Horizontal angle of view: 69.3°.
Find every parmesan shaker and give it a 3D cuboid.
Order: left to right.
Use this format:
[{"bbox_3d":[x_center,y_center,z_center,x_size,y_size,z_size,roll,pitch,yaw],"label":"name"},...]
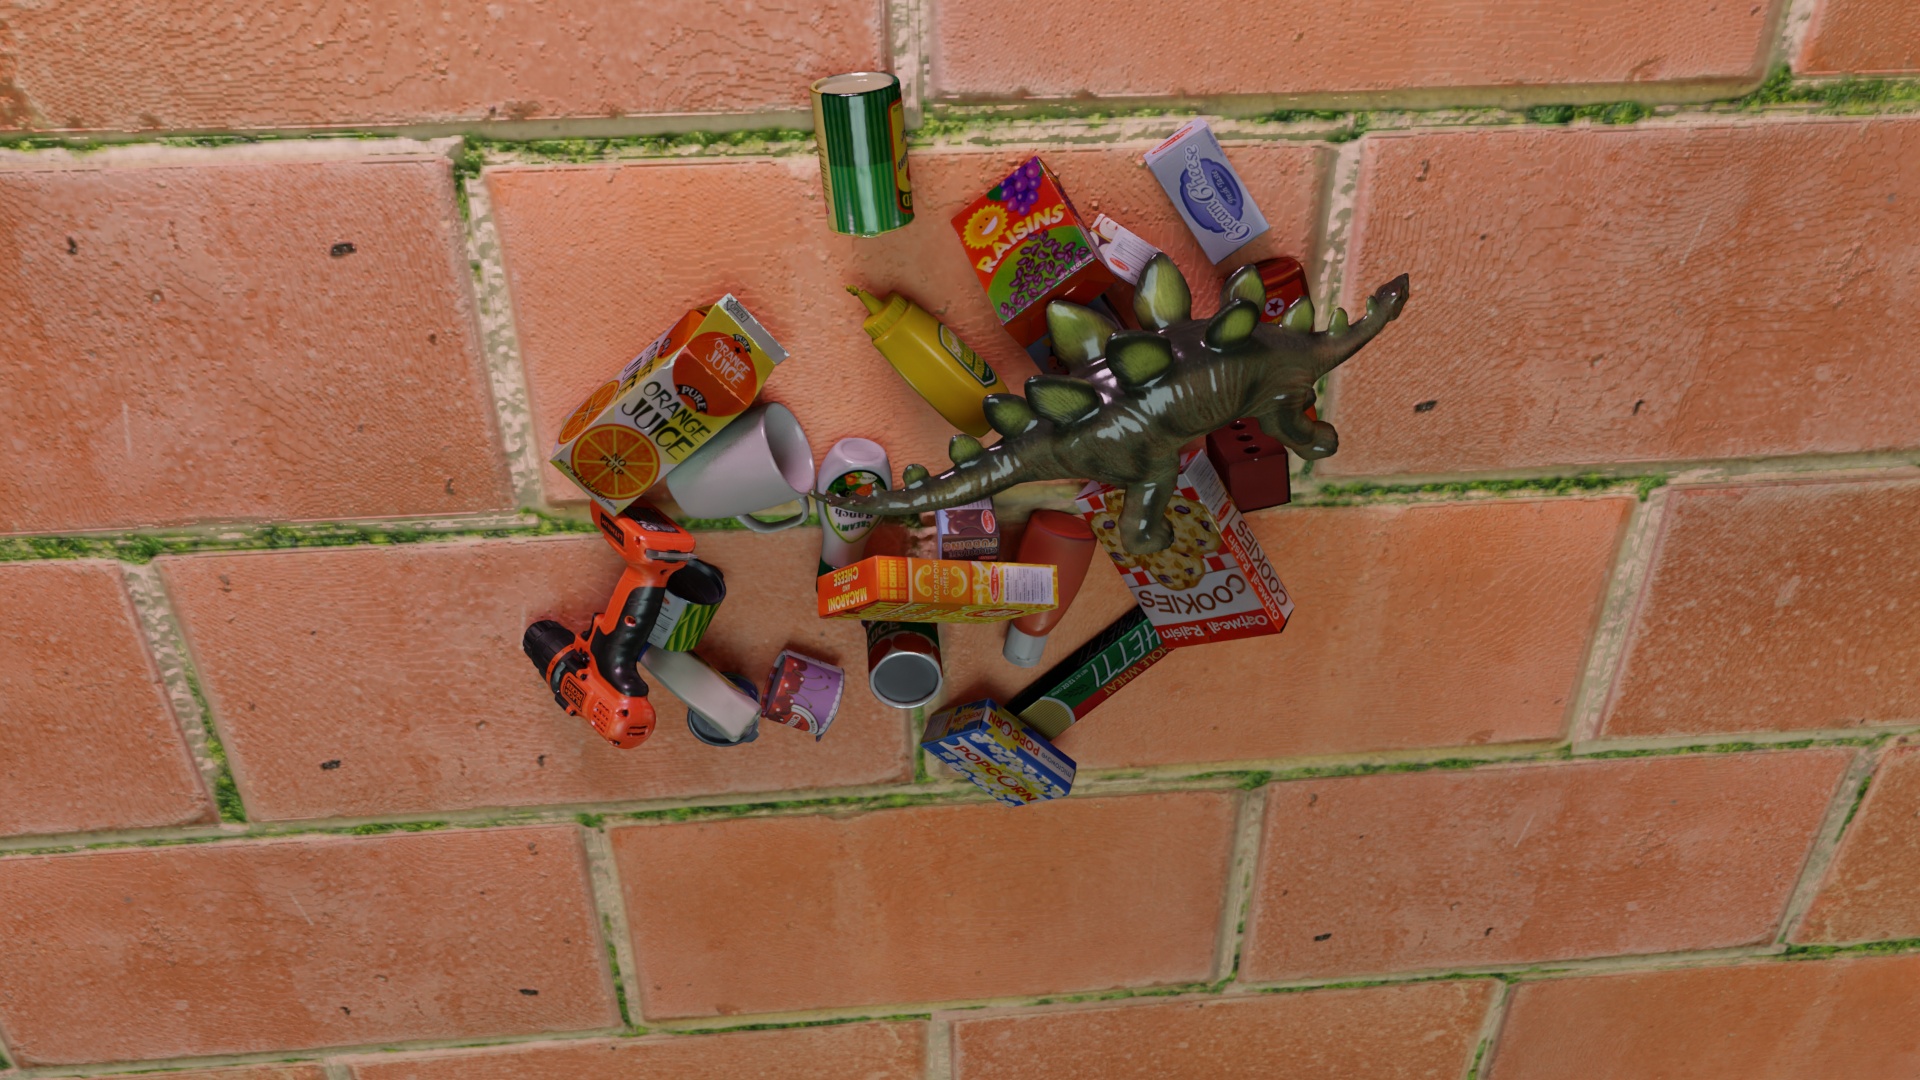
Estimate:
[{"bbox_3d":[-0.071,-0.281,1.010,0.071,0.071,0.102,-6,122,-2],"label":"parmesan shaker"}]

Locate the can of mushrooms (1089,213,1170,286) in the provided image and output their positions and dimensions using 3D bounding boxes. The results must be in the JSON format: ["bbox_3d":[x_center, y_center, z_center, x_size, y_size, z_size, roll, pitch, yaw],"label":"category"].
[{"bbox_3d":[0.126,-0.222,1.071,0.071,0.071,0.033,26,106,-20],"label":"can of mushrooms"}]

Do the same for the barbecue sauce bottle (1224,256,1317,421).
[{"bbox_3d":[0.262,-0.155,1.139,0.065,0.044,0.148,-19,122,4],"label":"barbecue sauce bottle"}]

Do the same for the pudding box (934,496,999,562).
[{"bbox_3d":[0.004,-0.015,1.177,0.050,0.084,0.030,-1,122,-5],"label":"pudding box"}]

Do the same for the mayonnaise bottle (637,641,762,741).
[{"bbox_3d":[-0.243,0.117,1.229,0.148,0.064,0.041,40,81,1],"label":"mayonnaise bottle"}]

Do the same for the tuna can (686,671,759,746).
[{"bbox_3d":[-0.218,0.158,1.293,0.071,0.033,0.070,-3,122,-4],"label":"tuna can"}]

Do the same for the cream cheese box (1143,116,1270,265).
[{"bbox_3d":[0.191,-0.268,1.072,0.053,0.024,0.103,-33,119,15],"label":"cream cheese box"}]

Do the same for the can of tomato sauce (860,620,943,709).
[{"bbox_3d":[-0.052,0.099,1.243,0.071,0.083,0.070,-3,122,-4],"label":"can of tomato sauce"}]

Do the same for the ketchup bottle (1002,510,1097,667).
[{"bbox_3d":[0.073,0.046,1.246,0.065,0.044,0.148,13,120,-5],"label":"ketchup bottle"}]

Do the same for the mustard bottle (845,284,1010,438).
[{"bbox_3d":[-0.029,-0.150,1.103,0.160,0.065,0.048,40,115,-22],"label":"mustard bottle"}]

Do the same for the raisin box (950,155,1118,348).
[{"bbox_3d":[0.053,-0.215,1.032,0.086,0.124,0.040,-35,143,17],"label":"raisin box"}]

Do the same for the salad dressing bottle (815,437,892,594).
[{"bbox_3d":[-0.097,-0.015,1.190,0.064,0.044,0.146,2,124,-16],"label":"salad dressing bottle"}]

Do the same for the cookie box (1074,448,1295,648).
[{"bbox_3d":[0.190,0.012,1.182,0.122,0.040,0.167,-14,116,47],"label":"cookie box"}]

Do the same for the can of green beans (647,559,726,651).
[{"bbox_3d":[-0.245,0.054,1.206,0.071,0.071,0.057,23,118,-18],"label":"can of green beans"}]

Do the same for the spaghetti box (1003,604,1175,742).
[{"bbox_3d":[0.149,0.106,1.300,0.249,0.029,0.050,-39,118,18],"label":"spaghetti box"}]

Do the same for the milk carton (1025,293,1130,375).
[{"bbox_3d":[0.111,-0.140,1.115,0.072,0.074,0.190,-32,120,14],"label":"milk carton"}]

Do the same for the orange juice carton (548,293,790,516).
[{"bbox_3d":[-0.228,-0.113,1.099,0.192,0.073,0.071,-37,118,16],"label":"orange juice carton"}]

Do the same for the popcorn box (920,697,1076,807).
[{"bbox_3d":[0.037,0.204,1.324,0.126,0.038,0.085,39,142,-25],"label":"popcorn box"}]

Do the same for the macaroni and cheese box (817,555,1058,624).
[{"bbox_3d":[-0.020,0.044,1.168,0.167,0.123,0.040,3,79,-28],"label":"macaroni and cheese box"}]

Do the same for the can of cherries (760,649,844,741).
[{"bbox_3d":[-0.145,0.141,1.268,0.058,0.072,0.071,21,118,-18],"label":"can of cherries"}]
